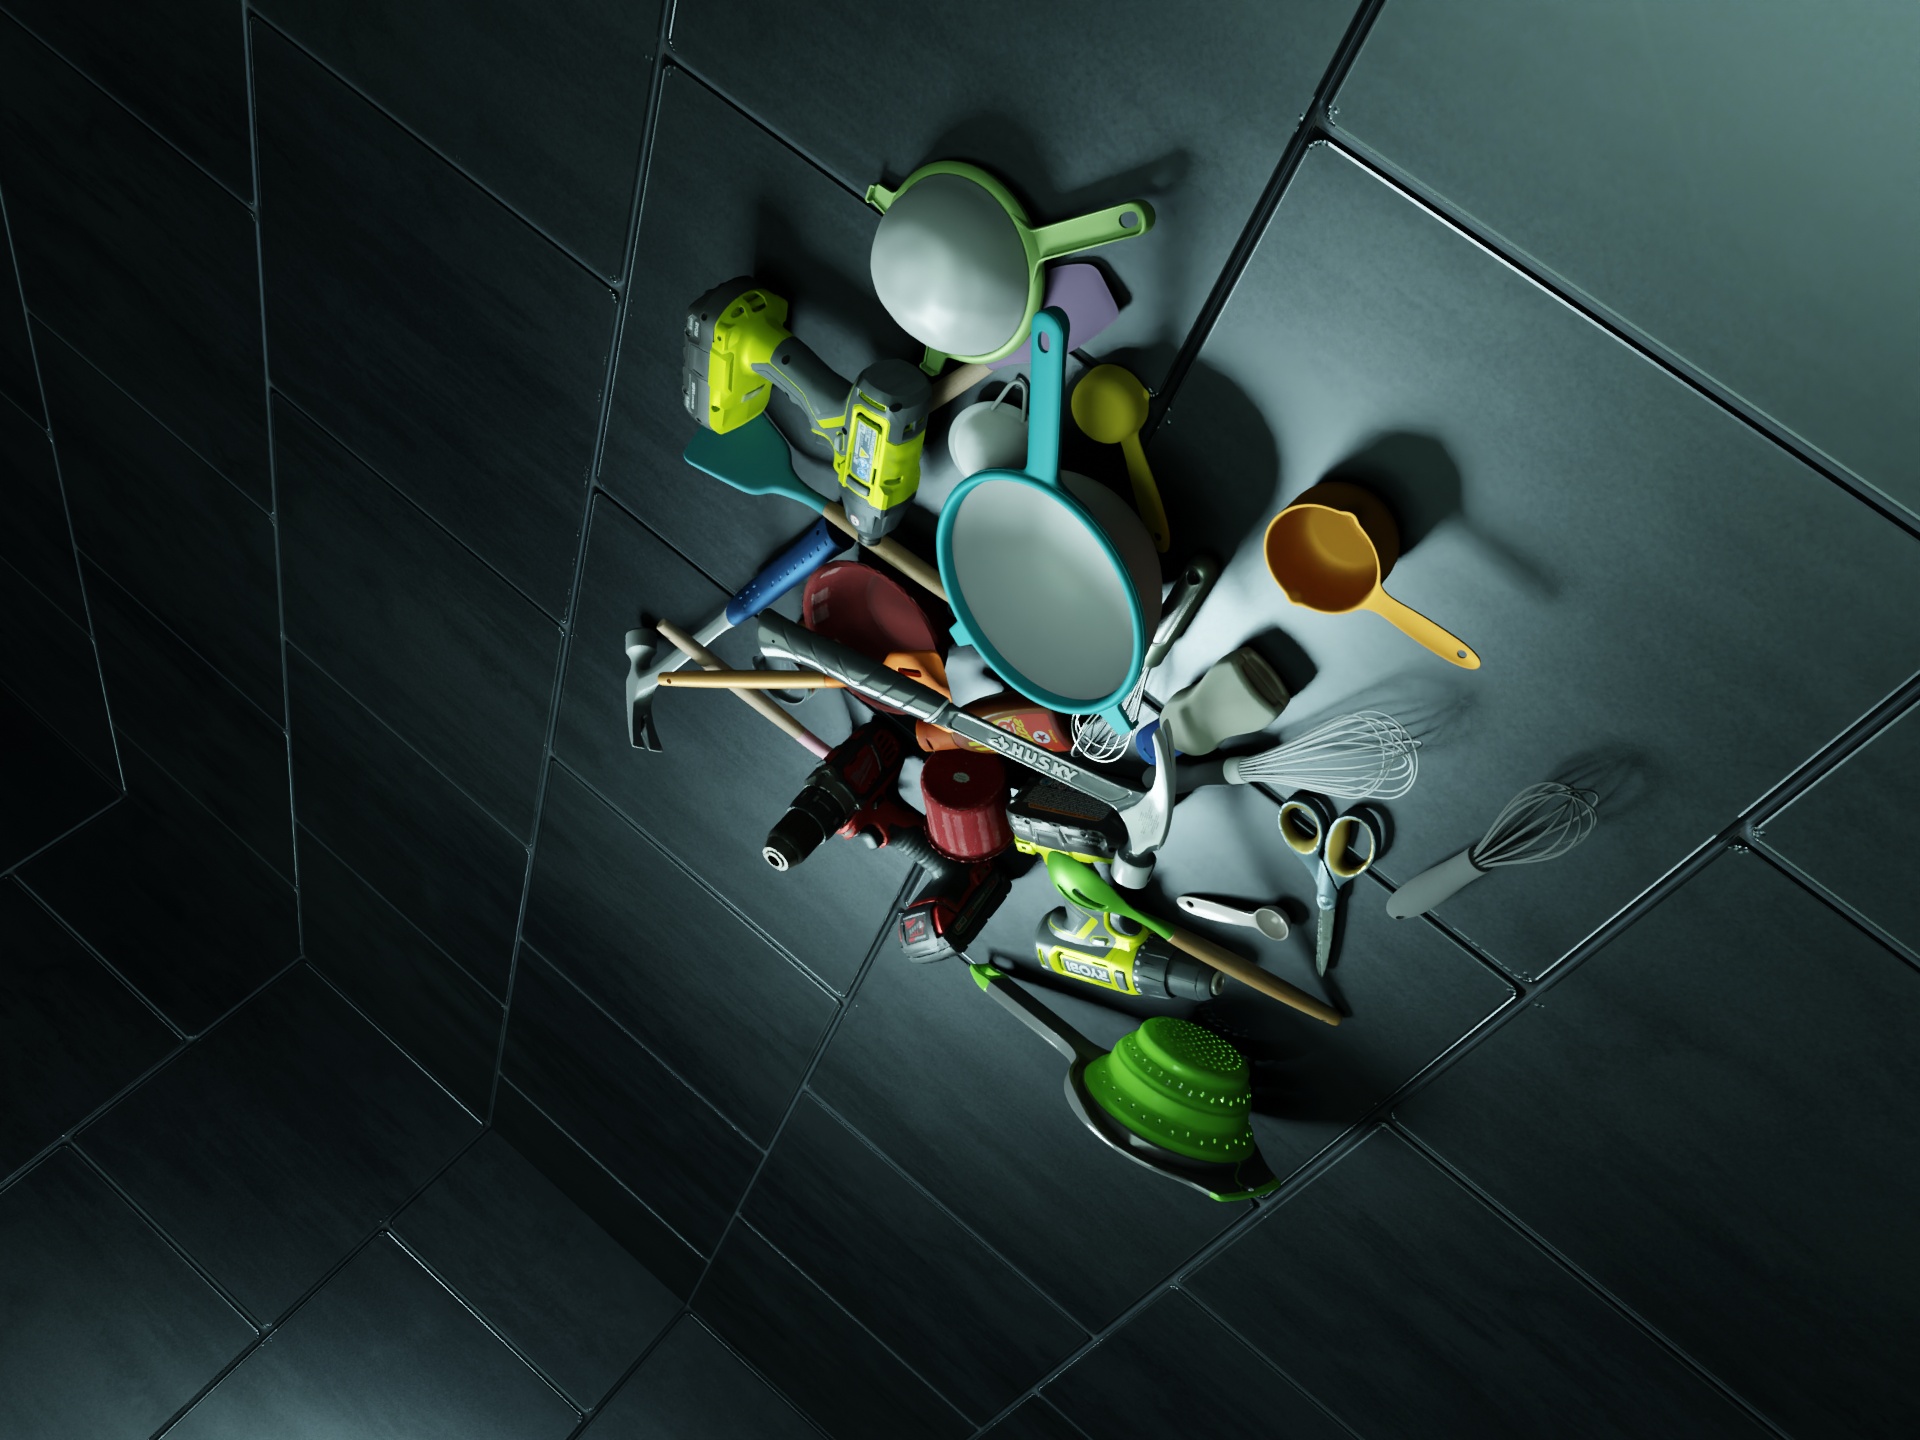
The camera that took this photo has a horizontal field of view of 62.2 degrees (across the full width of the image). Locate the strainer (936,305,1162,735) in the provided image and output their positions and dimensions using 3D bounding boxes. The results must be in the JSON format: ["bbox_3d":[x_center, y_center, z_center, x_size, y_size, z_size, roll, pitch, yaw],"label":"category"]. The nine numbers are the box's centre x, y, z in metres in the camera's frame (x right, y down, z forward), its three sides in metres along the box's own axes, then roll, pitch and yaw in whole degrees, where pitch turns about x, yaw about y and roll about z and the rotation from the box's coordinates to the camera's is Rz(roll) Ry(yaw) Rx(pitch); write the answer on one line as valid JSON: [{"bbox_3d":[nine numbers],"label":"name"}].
[{"bbox_3d":[0.086,-0.166,1.213,0.211,0.095,0.340,31,138,32],"label":"strainer"}]

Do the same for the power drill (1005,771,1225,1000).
[{"bbox_3d":[0.142,0.162,1.468,0.191,0.080,0.228,10,132,36],"label":"power drill"}]

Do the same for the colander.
[{"bbox_3d":[0.157,0.314,1.569,0.397,0.204,0.094,33,108,41],"label":"colander"}]

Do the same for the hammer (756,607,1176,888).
[{"bbox_3d":[-0.002,-0.004,1.363,0.409,0.036,0.149,25,122,17],"label":"hammer"}]

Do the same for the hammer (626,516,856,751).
[{"bbox_3d":[-0.230,-0.096,1.574,0.405,0.035,0.144,-30,56,45],"label":"hammer"}]

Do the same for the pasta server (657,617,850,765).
[{"bbox_3d":[-0.183,0.003,1.579,0.316,0.040,0.060,41,159,-29],"label":"pasta server"}]

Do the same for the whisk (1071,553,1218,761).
[{"bbox_3d":[0.149,-0.047,1.303,0.058,0.059,0.246,48,138,19],"label":"whisk"}]

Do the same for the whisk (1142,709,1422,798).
[{"bbox_3d":[0.249,0.038,1.280,0.284,0.070,0.070,-10,116,52],"label":"whisk"}]

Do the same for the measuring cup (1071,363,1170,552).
[{"bbox_3d":[0.127,-0.193,1.208,0.062,0.029,0.156,1,122,42],"label":"measuring cup"}]

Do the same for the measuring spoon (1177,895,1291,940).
[{"bbox_3d":[0.247,0.171,1.431,0.124,0.018,0.034,8,127,46],"label":"measuring spoon"}]

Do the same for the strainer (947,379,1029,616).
[{"bbox_3d":[0.016,-0.170,1.324,0.087,0.050,0.258,23,141,6],"label":"strainer"}]

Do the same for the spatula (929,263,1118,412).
[{"bbox_3d":[0.006,-0.276,1.257,0.316,0.018,0.059,-22,100,49],"label":"spatula"}]

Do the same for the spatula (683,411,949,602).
[{"bbox_3d":[-0.101,-0.176,1.395,0.318,0.082,0.044,35,170,18],"label":"spatula"}]

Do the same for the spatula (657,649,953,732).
[{"bbox_3d":[-0.147,-0.034,1.465,0.323,0.041,0.081,1,118,25],"label":"spatula"}]

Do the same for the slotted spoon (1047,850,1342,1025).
[{"bbox_3d":[0.206,0.197,1.392,0.313,0.031,0.070,28,162,-13],"label":"slotted spoon"}]

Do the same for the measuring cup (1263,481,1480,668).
[{"bbox_3d":[0.298,-0.100,1.116,0.174,0.052,0.095,37,141,9],"label":"measuring cup"}]

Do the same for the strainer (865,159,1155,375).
[{"bbox_3d":[0.022,-0.330,1.139,0.256,0.069,0.151,1,116,45],"label":"strainer"}]

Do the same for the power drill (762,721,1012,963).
[{"bbox_3d":[-0.075,0.135,1.558,0.226,0.188,0.080,51,142,-12],"label":"power drill"}]

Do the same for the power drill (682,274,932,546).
[{"bbox_3d":[-0.127,-0.257,1.329,0.223,0.080,0.171,37,141,20],"label":"power drill"}]

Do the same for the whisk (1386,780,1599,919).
[{"bbox_3d":[0.398,0.105,1.212,0.055,0.055,0.239,44,146,4],"label":"whisk"}]
